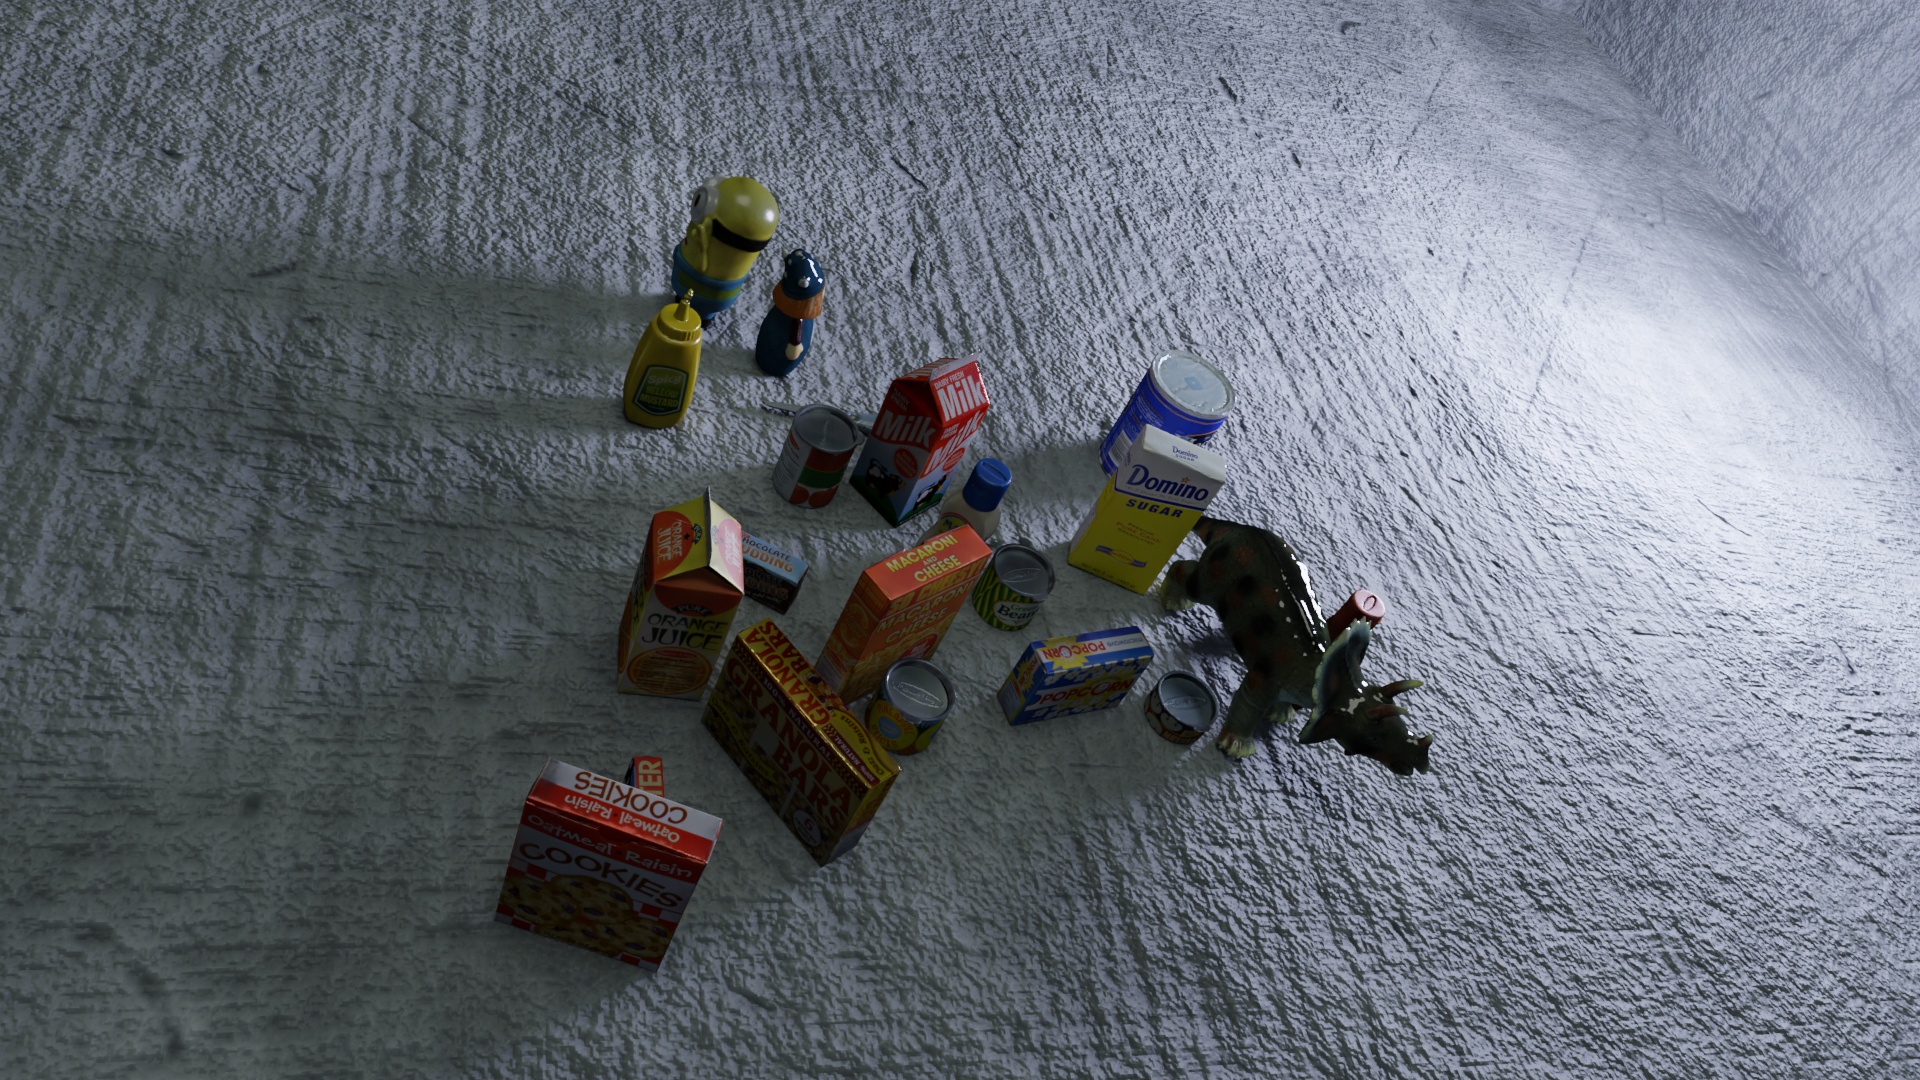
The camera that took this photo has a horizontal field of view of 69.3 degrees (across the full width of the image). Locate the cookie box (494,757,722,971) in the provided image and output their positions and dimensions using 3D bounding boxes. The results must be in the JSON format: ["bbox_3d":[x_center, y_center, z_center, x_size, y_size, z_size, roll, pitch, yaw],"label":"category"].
[{"bbox_3d":[-0.245,0.227,0.954,0.123,0.166,0.040,21,43,-8],"label":"cookie box"}]

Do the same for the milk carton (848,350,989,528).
[{"bbox_3d":[-0.036,-0.108,1.361,0.073,0.189,0.073,44,45,16],"label":"milk carton"}]

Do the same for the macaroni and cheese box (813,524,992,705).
[{"bbox_3d":[-0.055,0.068,1.202,0.124,0.165,0.040,-24,64,-41],"label":"macaroni and cheese box"}]

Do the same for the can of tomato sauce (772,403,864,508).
[{"bbox_3d":[-0.140,-0.082,1.360,0.071,0.082,0.071,15,45,-15],"label":"can of tomato sauce"}]

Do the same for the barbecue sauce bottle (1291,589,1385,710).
[{"bbox_3d":[0.371,0.108,1.396,0.044,0.147,0.065,40,44,12],"label":"barbecue sauce bottle"}]

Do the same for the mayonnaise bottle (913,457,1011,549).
[{"bbox_3d":[0.005,-0.017,1.326,0.065,0.147,0.041,37,44,9],"label":"mayonnaise bottle"}]

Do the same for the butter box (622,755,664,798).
[{"bbox_3d":[-0.239,0.220,1.047,0.024,0.052,0.104,6,48,-23],"label":"butter box"}]

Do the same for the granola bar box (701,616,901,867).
[{"bbox_3d":[-0.131,0.162,1.105,0.039,0.123,0.166,-27,66,-42],"label":"granola bar box"}]

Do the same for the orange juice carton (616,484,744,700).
[{"bbox_3d":[-0.223,0.044,1.119,0.073,0.191,0.072,9,47,-20],"label":"orange juice carton"}]

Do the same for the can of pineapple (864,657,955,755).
[{"bbox_3d":[-0.046,0.146,1.212,0.071,0.057,0.071,14,45,-15],"label":"can of pineapple"}]

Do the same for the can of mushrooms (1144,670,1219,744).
[{"bbox_3d":[0.215,0.164,1.347,0.071,0.033,0.071,14,45,-15],"label":"can of mushrooms"}]

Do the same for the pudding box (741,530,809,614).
[{"bbox_3d":[-0.184,0.026,1.260,0.084,0.049,0.030,27,43,-2],"label":"pudding box"}]

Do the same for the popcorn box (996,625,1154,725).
[{"bbox_3d":[0.107,0.125,1.291,0.127,0.084,0.038,-6,53,-31],"label":"popcorn box"}]

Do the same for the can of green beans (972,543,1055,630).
[{"bbox_3d":[0.052,0.046,1.357,0.071,0.057,0.071,14,45,-15],"label":"can of green beans"}]

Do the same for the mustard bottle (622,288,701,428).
[{"bbox_3d":[-0.279,-0.176,1.322,0.065,0.159,0.049,8,47,-21],"label":"mustard bottle"}]
